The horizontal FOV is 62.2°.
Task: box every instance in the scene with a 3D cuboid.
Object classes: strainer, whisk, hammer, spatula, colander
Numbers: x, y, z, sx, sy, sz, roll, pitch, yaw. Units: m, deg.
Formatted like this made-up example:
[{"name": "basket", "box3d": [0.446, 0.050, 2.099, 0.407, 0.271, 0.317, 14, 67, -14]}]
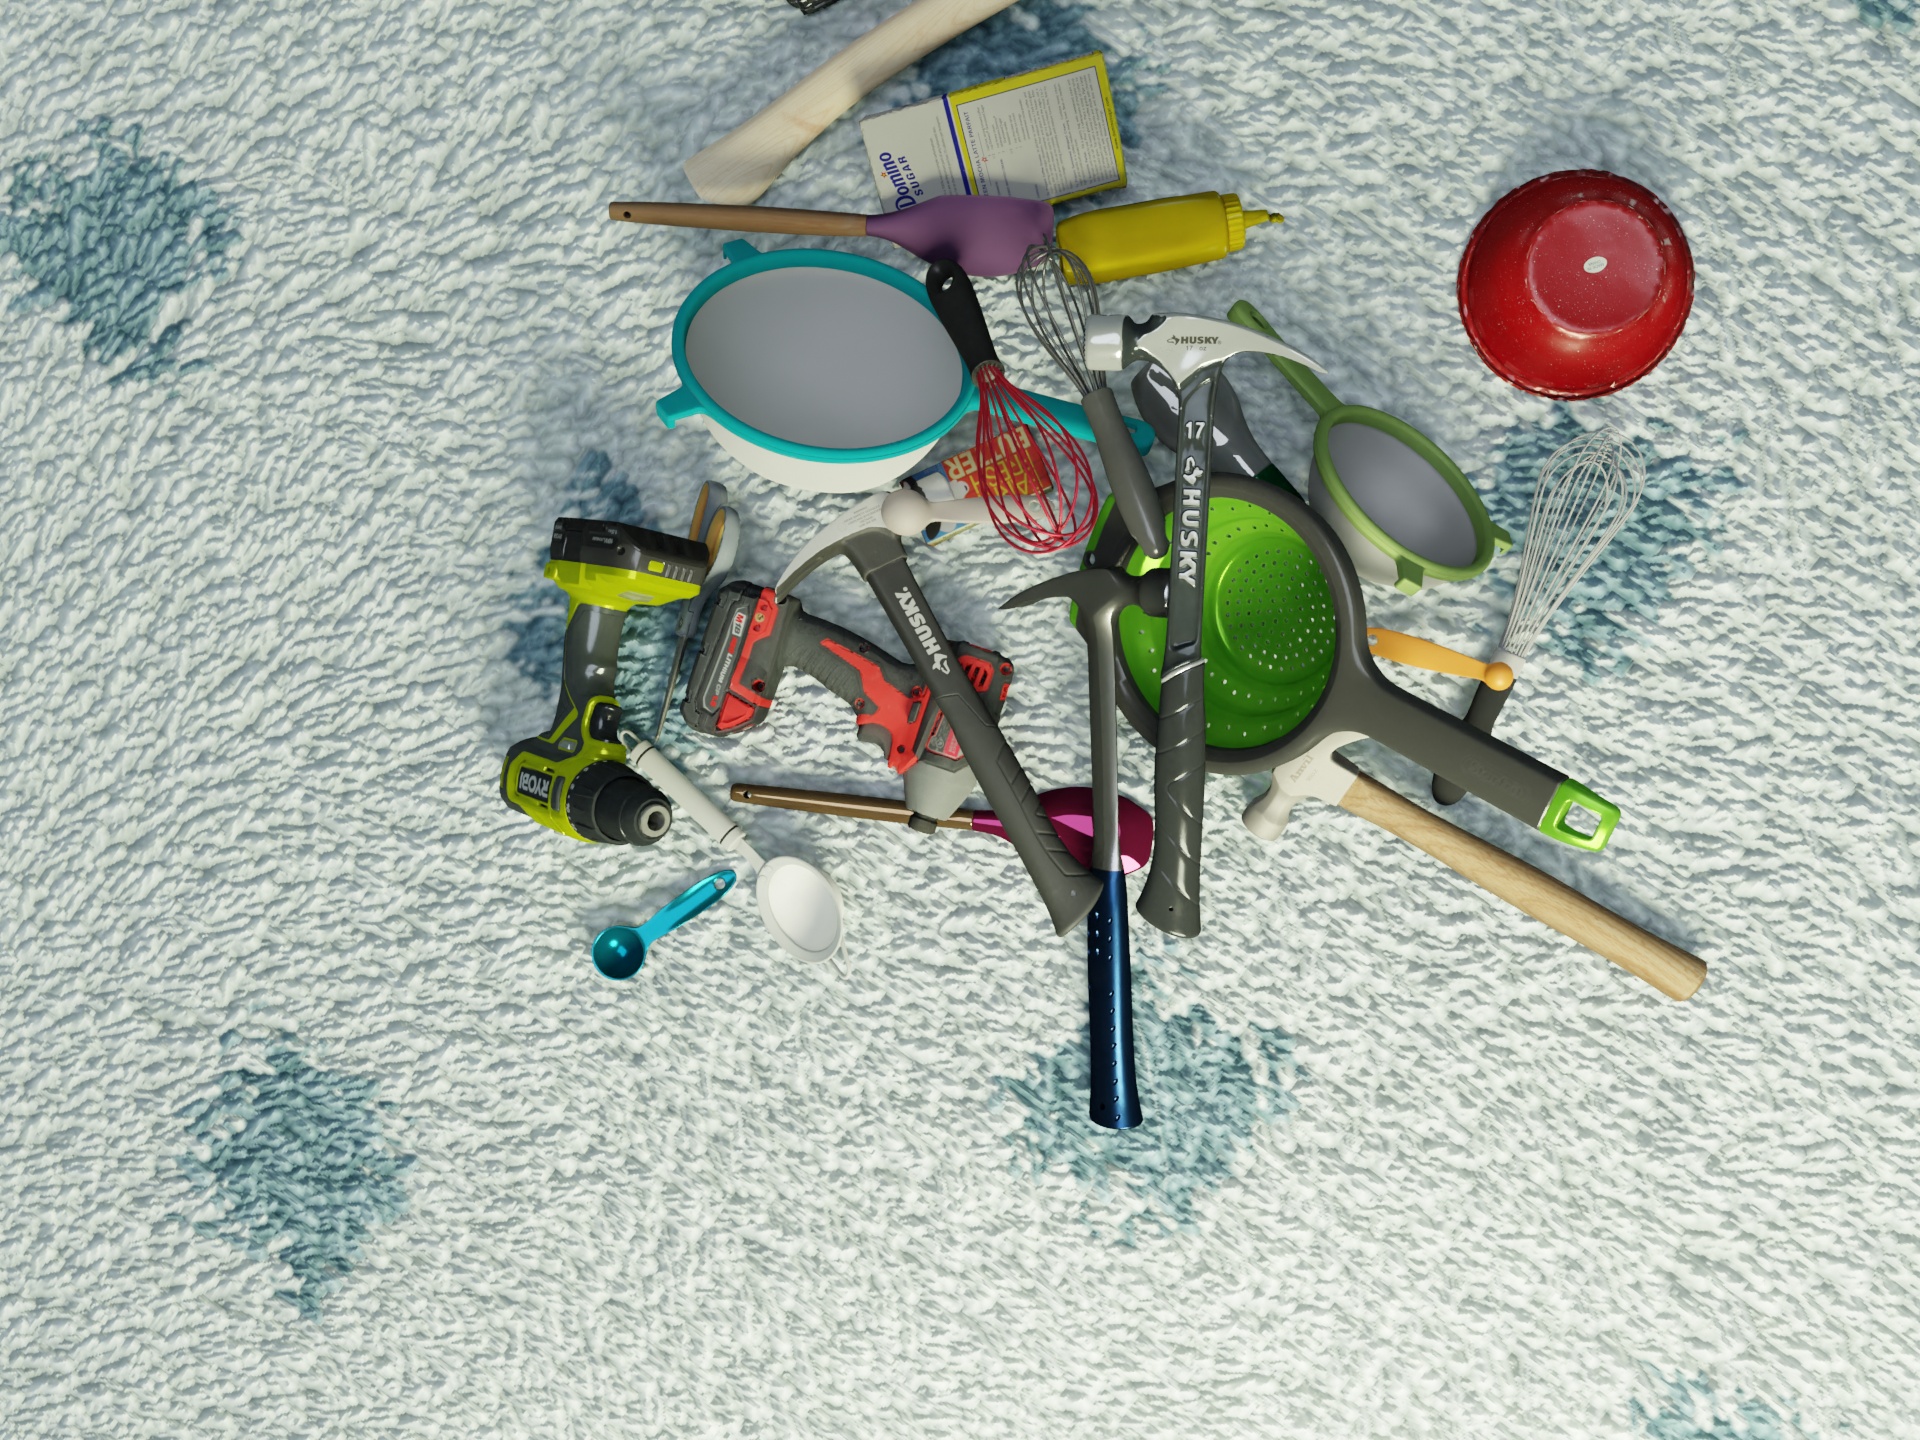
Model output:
[{"name": "strainer", "box3d": [-0.037, -0.216, 1.130, 0.340, 0.095, 0.211, 14, 53, -3]}, {"name": "whisk", "box3d": [0.023, -0.215, 1.045, 0.073, 0.073, 0.296, -25, 51, 8]}, {"name": "strainer", "box3d": [0.257, -0.181, 1.108, 0.256, 0.151, 0.069, 53, 135, 15]}, {"name": "hammer", "box3d": [-0.028, -0.506, 1.135, 0.410, 0.038, 0.146, -30, 110, 10]}, {"name": "strainer", "box3d": [-0.164, 0.093, 1.196, 0.258, 0.050, 0.086, 42, 128, 9]}, {"name": "hammer", "box3d": [0.149, -0.052, 1.026, 0.149, 0.036, 0.408, 3, 106, 9]}, {"name": "spatula", "box3d": [-0.092, -0.351, 1.130, 0.316, 0.018, 0.059, 4, 128, 1]}, {"name": "hammer", "box3d": [0.373, 0.101, 1.119, 0.331, 0.031, 0.130, 29, 119, 1]}, {"name": "hammer", "box3d": [0.100, 0.092, 1.130, 0.144, 0.035, 0.405, 6, 104, 39]}, {"name": "whisk", "box3d": [0.093, -0.219, 1.072, 0.055, 0.055, 0.239, -21, 81, 8]}, {"name": "colander", "box3d": [0.258, -0.032, 1.054, 0.397, 0.094, 0.204, 33, 119, 31]}, {"name": "hammer", "box3d": [-0.002, -0.004, 1.100, 0.146, 0.035, 0.335, -26, 79, -12]}, {"name": "whisk", "box3d": [0.394, -0.070, 1.110, 0.070, 0.070, 0.284, 23, 100, 6]}]

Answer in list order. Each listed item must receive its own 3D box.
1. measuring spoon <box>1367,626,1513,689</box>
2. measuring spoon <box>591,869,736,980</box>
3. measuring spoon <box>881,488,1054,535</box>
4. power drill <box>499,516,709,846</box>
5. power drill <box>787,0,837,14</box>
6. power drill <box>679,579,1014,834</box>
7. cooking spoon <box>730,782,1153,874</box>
[{"name": "measuring spoon", "box3d": [0.330, -0.045, 1.117, 0.117, 0.011, 0.021, 20, 103, 31]}, {"name": "measuring spoon", "box3d": [-0.225, 0.153, 1.222, 0.128, 0.021, 0.042, -34, 87, -2]}, {"name": "measuring spoon", "box3d": [0.007, -0.150, 1.114, 0.124, 0.018, 0.034, -4, 75, -9]}, {"name": "power drill", "box3d": [-0.251, -0.024, 1.143, 0.191, 0.080, 0.228, 12, 91, 49]}, {"name": "power drill", "box3d": [-0.079, -0.580, 1.058, 0.188, 0.226, 0.080, -26, 90, 8]}, {"name": "power drill", "box3d": [-0.083, -0.011, 1.162, 0.219, 0.078, 0.143, 18, 90, 3]}, {"name": "cooking spoon", "box3d": [-0.016, 0.072, 1.187, 0.319, 0.017, 0.069, 6, 93, 6]}]
